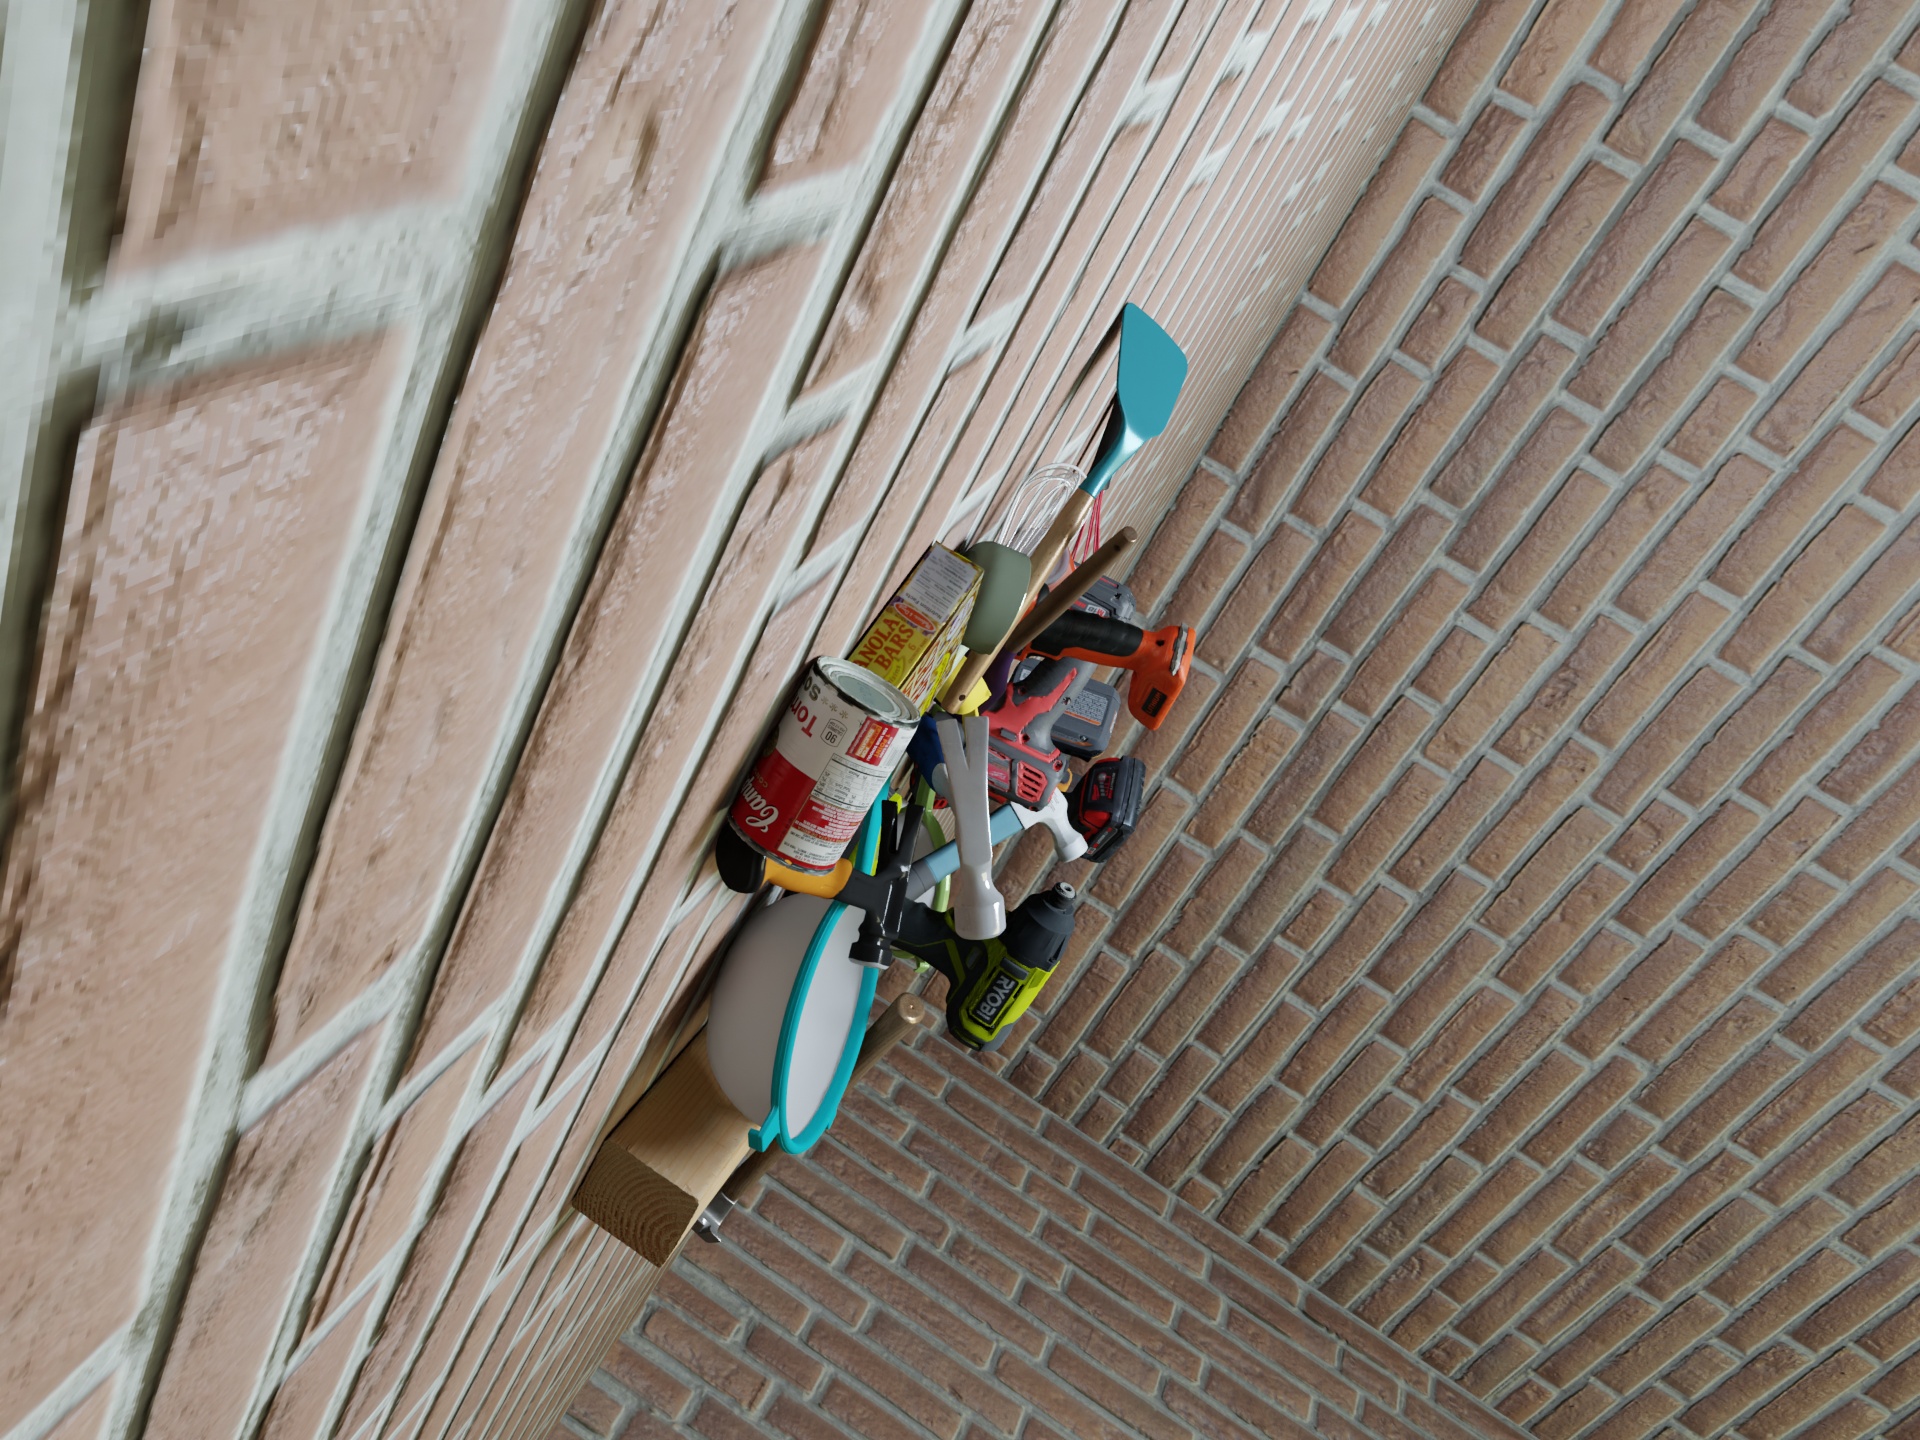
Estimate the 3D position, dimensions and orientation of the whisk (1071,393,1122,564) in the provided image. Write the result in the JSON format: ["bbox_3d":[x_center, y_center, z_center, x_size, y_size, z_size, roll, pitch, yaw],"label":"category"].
[{"bbox_3d":[0.117,-0.199,1.444,0.073,0.073,0.295,-51,166,-53],"label":"whisk"}]

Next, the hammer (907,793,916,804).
[{"bbox_3d":[-0.003,0.016,1.748,0.146,0.035,0.334,-52,173,-43],"label":"hammer"}]

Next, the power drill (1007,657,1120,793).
[{"bbox_3d":[0.110,0.038,1.726,0.226,0.185,0.084,109,1,-60],"label":"power drill"}]

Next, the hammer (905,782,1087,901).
[{"bbox_3d":[-0.040,0.147,1.465,0.331,0.128,0.033,-31,-173,-21],"label":"hammer"}]

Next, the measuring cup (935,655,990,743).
[{"bbox_3d":[-0.002,-0.004,1.311,0.029,0.062,0.156,-39,152,-18],"label":"measuring cup"}]

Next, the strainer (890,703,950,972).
[{"bbox_3d":[-0.064,0.105,1.534,0.152,0.069,0.256,32,-68,57],"label":"strainer"}]

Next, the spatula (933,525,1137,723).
[{"bbox_3d":[0.050,-0.071,1.234,0.018,0.059,0.316,-52,-174,-34],"label":"spatula"}]

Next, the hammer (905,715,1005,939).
[{"bbox_3d":[-0.012,0.042,1.226,0.406,0.035,0.144,-125,-150,-79],"label":"hammer"}]

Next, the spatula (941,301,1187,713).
[{"bbox_3d":[0.071,-0.144,1.144,0.082,0.044,0.317,30,94,-44],"label":"spatula"}]

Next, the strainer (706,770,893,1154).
[{"bbox_3d":[-0.124,0.157,1.235,0.211,0.095,0.340,39,63,-76],"label":"strainer"}]

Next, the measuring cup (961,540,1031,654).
[{"bbox_3d":[-0.008,-0.073,1.132,0.167,0.038,0.083,-33,-142,54],"label":"measuring cup"}]

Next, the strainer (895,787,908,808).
[{"bbox_3d":[-0.075,0.128,1.749,0.258,0.050,0.087,117,-7,-78],"label":"strainer"}]

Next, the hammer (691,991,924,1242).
[{"bbox_3d":[-0.138,0.347,1.386,0.331,0.031,0.130,-49,180,27],"label":"hammer"}]

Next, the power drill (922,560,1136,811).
[{"bbox_3d":[0.057,-0.040,1.431,0.219,0.143,0.078,-65,178,14],"label":"power drill"}]

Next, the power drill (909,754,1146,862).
[{"bbox_3d":[0.069,0.054,1.605,0.187,0.226,0.080,119,-13,-60],"label":"power drill"}]

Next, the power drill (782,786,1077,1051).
[{"bbox_3d":[-0.021,0.156,1.335,0.171,0.223,0.080,-59,175,27],"label":"power drill"}]

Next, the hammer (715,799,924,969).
[{"bbox_3d":[-0.088,0.094,1.054,0.336,0.034,0.127,43,58,-74],"label":"hammer"}]

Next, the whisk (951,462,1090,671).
[{"bbox_3d":[0.017,-0.089,1.202,0.246,0.059,0.058,-54,-156,11],"label":"whisk"}]
